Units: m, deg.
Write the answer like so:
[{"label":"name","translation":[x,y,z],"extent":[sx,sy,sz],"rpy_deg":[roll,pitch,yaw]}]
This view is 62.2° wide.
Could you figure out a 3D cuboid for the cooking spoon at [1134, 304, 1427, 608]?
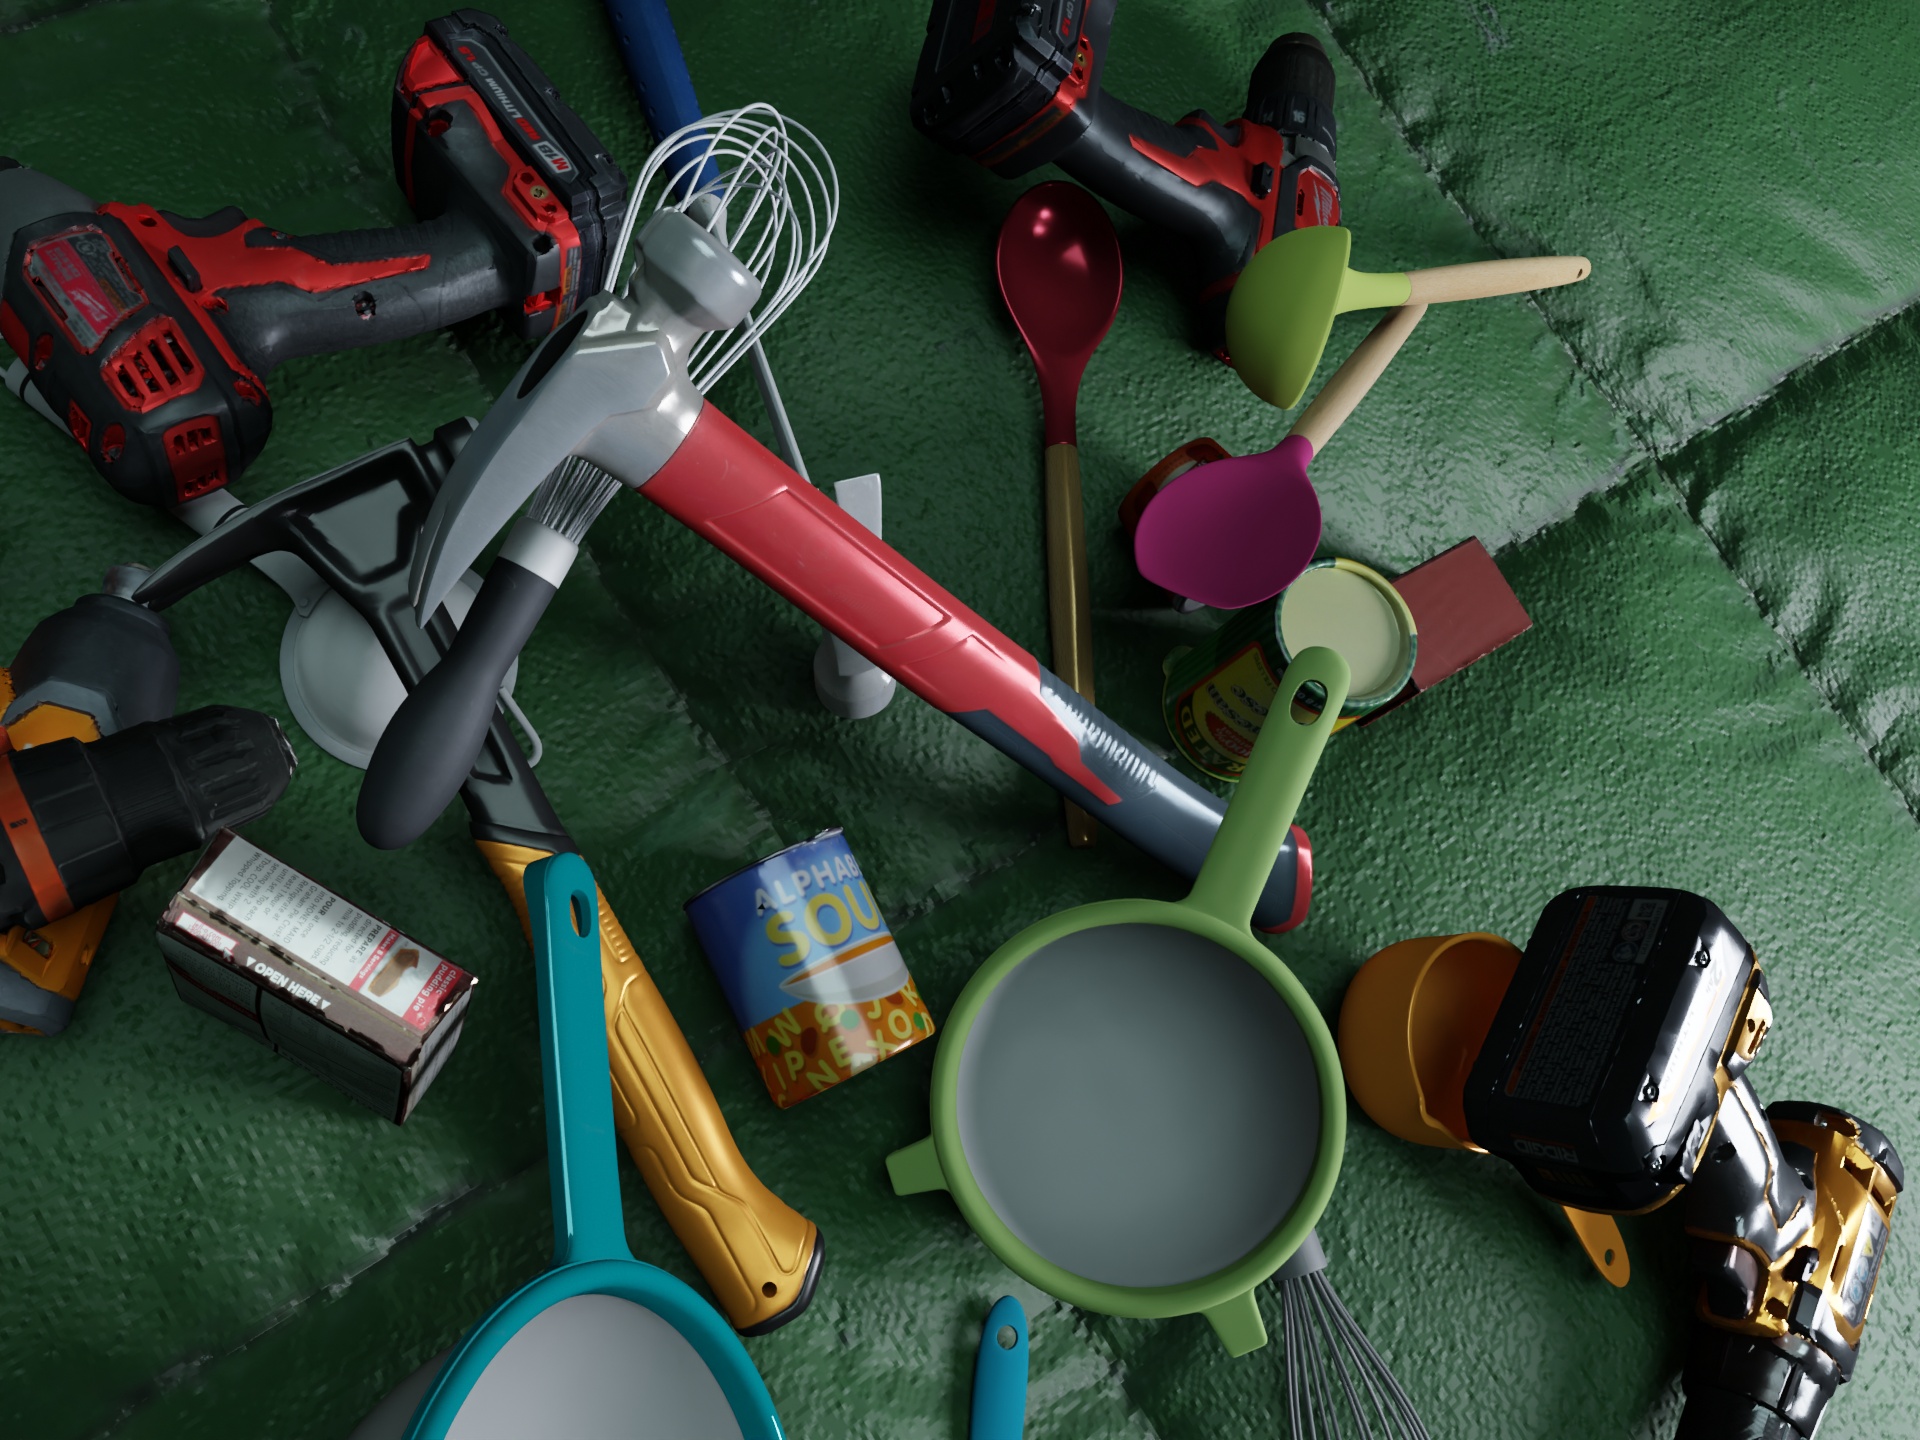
[{"label":"cooking spoon","translation":[0.159,-0.131,0.712],"extent":[0.069,0.017,0.319],"rpy_deg":[24,43,18]}]

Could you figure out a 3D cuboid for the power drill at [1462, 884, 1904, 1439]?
[{"label":"power drill","translation":[0.291,0.198,0.633],"extent":[0.226,0.084,0.185],"rpy_deg":[47,62,-25]}]

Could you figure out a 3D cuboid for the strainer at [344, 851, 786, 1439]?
[{"label":"strainer","translation":[-0.140,0.211,0.478],"extent":[0.095,0.210,0.341],"rpy_deg":[-17,67,19]}]

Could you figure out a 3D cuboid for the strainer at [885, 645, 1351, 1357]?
[{"label":"strainer","translation":[0.088,0.093,0.606],"extent":[0.151,0.069,0.256],"rpy_deg":[23,89,8]}]

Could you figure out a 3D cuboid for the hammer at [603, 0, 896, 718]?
[{"label":"hammer","translation":[-0.101,-0.205,0.659],"extent":[0.035,0.144,0.406],"rpy_deg":[-17,70,-8]}]

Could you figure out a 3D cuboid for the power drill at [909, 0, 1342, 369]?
[{"label":"power drill","translation":[0.097,-0.289,0.740],"extent":[0.226,0.080,0.188],"rpy_deg":[26,64,-33]}]

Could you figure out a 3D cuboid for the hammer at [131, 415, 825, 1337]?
[{"label":"hammer","translation":[-0.149,0.068,0.557],"extent":[0.127,0.034,0.337],"rpy_deg":[-29,93,-15]}]

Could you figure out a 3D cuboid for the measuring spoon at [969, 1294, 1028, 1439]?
[{"label":"measuring spoon","translation":[0.014,0.276,0.573],"extent":[0.042,0.021,0.129],"rpy_deg":[11,70,-14]}]

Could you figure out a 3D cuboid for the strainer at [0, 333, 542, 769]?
[{"label":"strainer","translation":[-0.265,-0.065,0.594],"extent":[0.258,0.050,0.087],"rpy_deg":[37,79,1]}]

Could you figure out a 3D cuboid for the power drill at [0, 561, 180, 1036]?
[{"label":"power drill","translation":[-0.379,-0.003,0.514],"extent":[0.226,0.084,0.164],"rpy_deg":[18,67,-16]}]

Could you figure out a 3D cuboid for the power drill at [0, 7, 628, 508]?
[{"label":"power drill","translation":[-0.250,-0.182,0.604],"extent":[0.219,0.078,0.143],"rpy_deg":[-34,79,-29]}]

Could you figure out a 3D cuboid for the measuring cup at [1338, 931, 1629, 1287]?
[{"label":"measuring cup","translation":[0.222,0.167,0.669],"extent":[0.095,0.052,0.173],"rpy_deg":[-39,103,-30]}]

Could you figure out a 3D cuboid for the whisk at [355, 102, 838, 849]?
[{"label":"whisk","translation":[-0.127,-0.085,0.534],"extent":[0.070,0.070,0.284],"rpy_deg":[29,83,-7]}]

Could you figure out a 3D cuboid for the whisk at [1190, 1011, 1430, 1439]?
[{"label":"whisk","translation":[0.132,0.214,0.621],"extent":[0.055,0.055,0.239],"rpy_deg":[-10,70,-21]}]

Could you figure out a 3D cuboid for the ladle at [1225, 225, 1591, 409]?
[{"label":"ladle","translation":[0.232,-0.201,0.755],"extent":[0.320,0.078,0.062],"rpy_deg":[-19,47,-41]}]

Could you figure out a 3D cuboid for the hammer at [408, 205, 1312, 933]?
[{"label":"hammer","translation":[-0.001,-0.002,0.570],"extent":[0.385,0.038,0.143],"rpy_deg":[36,98,-35]}]

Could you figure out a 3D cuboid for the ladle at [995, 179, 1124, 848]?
[{"label":"ladle","translation":[0.048,-0.098,0.713],"extent":[0.069,0.031,0.316],"rpy_deg":[7,71,-25]}]
